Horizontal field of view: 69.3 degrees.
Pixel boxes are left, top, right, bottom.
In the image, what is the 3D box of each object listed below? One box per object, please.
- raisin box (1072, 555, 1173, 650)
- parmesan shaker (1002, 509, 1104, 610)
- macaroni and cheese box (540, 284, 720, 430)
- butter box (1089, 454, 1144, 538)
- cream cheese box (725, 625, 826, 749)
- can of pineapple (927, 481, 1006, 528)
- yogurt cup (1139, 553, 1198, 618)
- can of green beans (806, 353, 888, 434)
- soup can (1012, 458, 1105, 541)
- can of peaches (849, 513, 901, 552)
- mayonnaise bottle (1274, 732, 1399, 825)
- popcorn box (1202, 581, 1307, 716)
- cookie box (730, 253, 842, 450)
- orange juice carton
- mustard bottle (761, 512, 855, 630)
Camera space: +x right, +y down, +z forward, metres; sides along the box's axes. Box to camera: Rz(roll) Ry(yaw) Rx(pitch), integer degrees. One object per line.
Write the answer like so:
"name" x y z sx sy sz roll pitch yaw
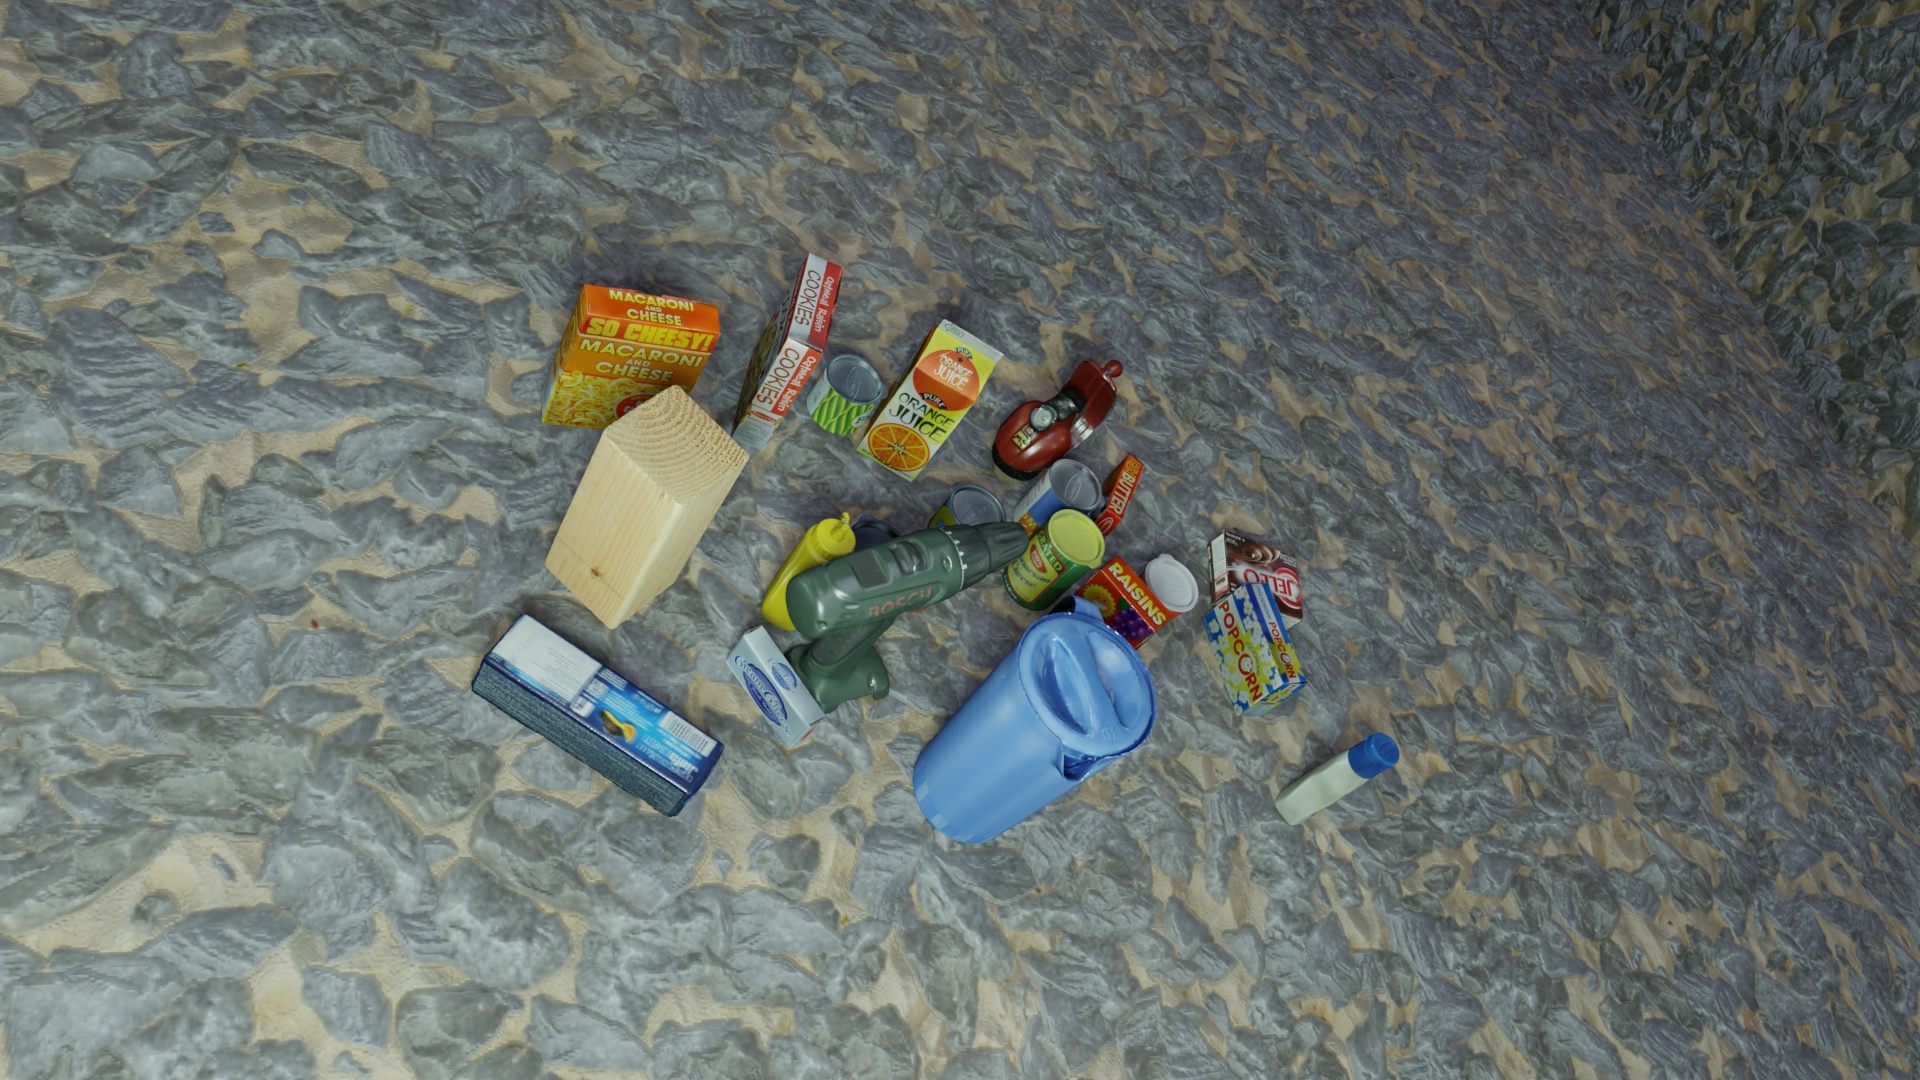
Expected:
"raisin box" 0.149 0.083 1.427 0.086 0.122 0.040 50 47 8
"parmesan shaker" 0.097 0.024 1.451 0.071 0.102 0.071 16 51 -22
"macaroni and cheese box" -0.309 -0.164 1.290 0.124 0.165 0.040 5 57 -29
"butter box" 0.175 -0.048 1.585 0.024 0.053 0.104 34 47 -7
"cream cheese box" -0.167 0.132 1.244 0.024 0.053 0.104 -27 75 -41
"can of pineapple" 0.005 -0.018 1.455 0.071 0.057 0.071 16 51 -22
"yogurt cup" 0.220 0.060 1.535 0.072 0.053 0.073 16 51 -22
"can of green beans" -0.122 -0.154 1.473 0.071 0.057 0.071 16 51 -22
"soup can" 0.107 -0.037 1.514 0.071 0.083 0.072 16 51 -22
"can of peaches" -0.094 0.019 1.367 0.071 0.057 0.071 16 51 -22
"mayonnaise bottle" 0.393 0.247 1.445 0.065 0.147 0.041 -25 74 -41
"popcorn box" 0.323 0.120 1.535 0.038 0.084 0.127 2 58 -31
"cookie box" -0.174 -0.187 1.389 0.040 0.166 0.123 21 50 -18
"orange juice carton" -0.029 -0.152 1.437 0.072 0.191 0.073 30 48 -10
"mustard bottle" -0.133 0.023 1.270 0.049 0.159 0.066 31 48 -10
